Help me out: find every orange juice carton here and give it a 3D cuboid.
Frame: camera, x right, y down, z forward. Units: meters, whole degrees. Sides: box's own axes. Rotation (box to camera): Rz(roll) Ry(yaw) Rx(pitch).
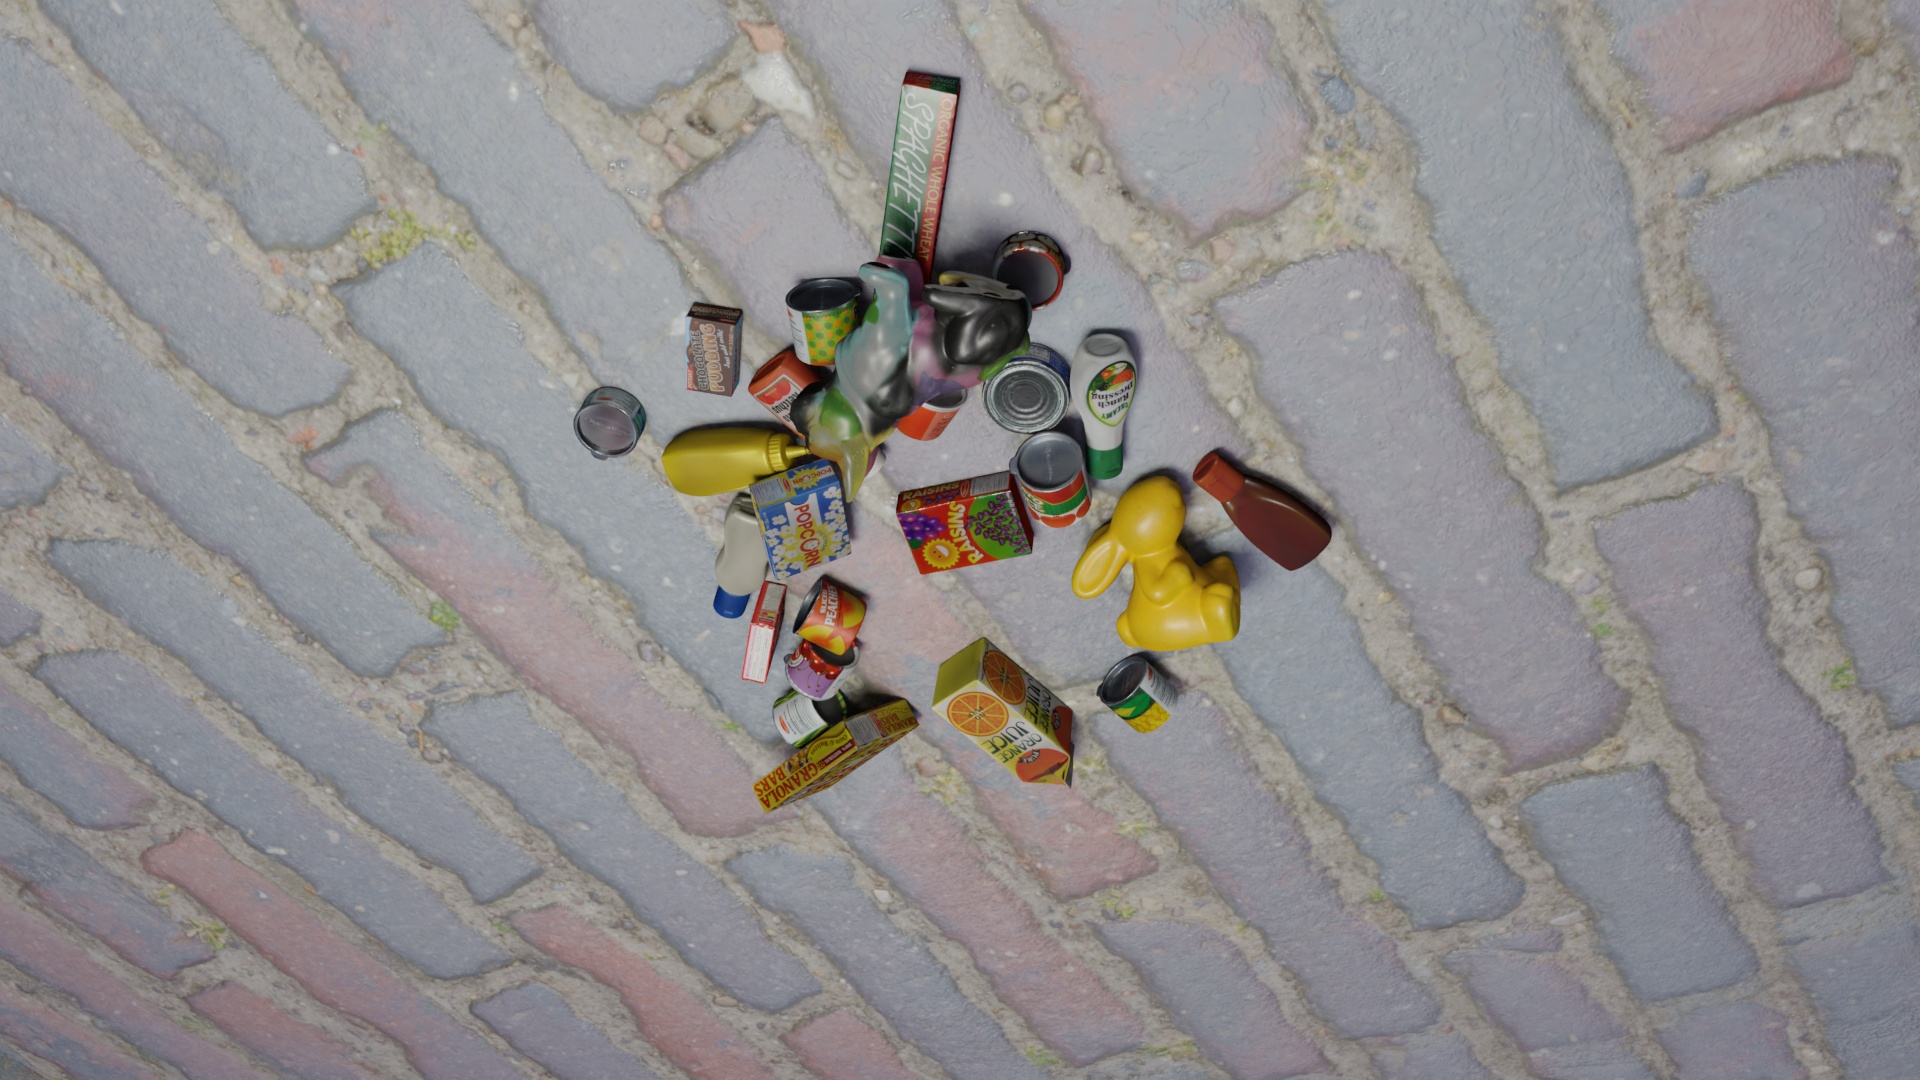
[{"bbox_3d":[0.063,0.203,1.568,0.072,0.072,0.192,-36,115,29],"label":"orange juice carton"}]

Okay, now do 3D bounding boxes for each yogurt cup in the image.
[{"bbox_3d":[-0.033,-0.133,1.333,0.072,0.073,0.053,21,135,-9],"label":"yogurt cup"}]

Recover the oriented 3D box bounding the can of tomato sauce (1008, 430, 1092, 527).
[{"bbox_3d":[0.089,-0.058,1.353,0.071,0.071,0.082,-5,154,11],"label":"can of tomato sauce"}]

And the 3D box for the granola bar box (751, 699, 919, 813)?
[{"bbox_3d":[-0.144,0.247,1.599,0.165,0.124,0.039,-38,76,29],"label":"granola bar box"}]

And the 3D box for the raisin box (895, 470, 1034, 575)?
[{"bbox_3d":[0.005,-0.018,1.430,0.123,0.040,0.085,-12,125,14],"label":"raisin box"}]

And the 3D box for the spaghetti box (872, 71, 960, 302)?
[{"bbox_3d":[-0.043,-0.290,1.237,0.050,0.029,0.248,10,128,-2],"label":"spaghetti box"}]

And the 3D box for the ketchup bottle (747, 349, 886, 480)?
[{"bbox_3d":[-0.136,-0.120,1.367,0.064,0.044,0.148,-26,121,39],"label":"ketchup bottle"}]

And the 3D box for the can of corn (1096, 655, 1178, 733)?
[{"bbox_3d":[0.195,0.171,1.532,0.071,0.071,0.058,-35,116,28],"label":"can of corn"}]

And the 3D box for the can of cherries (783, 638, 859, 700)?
[{"bbox_3d":[-0.156,0.134,1.547,0.071,0.072,0.058,27,125,-13],"label":"can of cherries"}]

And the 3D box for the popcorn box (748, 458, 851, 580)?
[{"bbox_3d":[-0.161,-0.020,1.407,0.085,0.038,0.126,-20,146,-11],"label":"popcorn box"}]

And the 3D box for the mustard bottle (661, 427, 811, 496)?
[{"bbox_3d":[-0.218,-0.083,1.395,0.160,0.049,0.065,-5,129,18],"label":"mustard bottle"}]

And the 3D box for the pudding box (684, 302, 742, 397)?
[{"bbox_3d":[-0.239,-0.184,1.340,0.050,0.030,0.083,11,127,0],"label":"pudding box"}]

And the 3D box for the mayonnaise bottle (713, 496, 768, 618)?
[{"bbox_3d":[-0.232,0.021,1.487,0.065,0.041,0.147,15,129,-12],"label":"mayonnaise bottle"}]

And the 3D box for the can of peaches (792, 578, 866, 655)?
[{"bbox_3d":[-0.140,0.083,1.505,0.058,0.071,0.071,28,125,-15],"label":"can of peaches"}]

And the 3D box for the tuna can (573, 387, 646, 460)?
[{"bbox_3d":[-0.354,-0.117,1.403,0.071,0.033,0.070,3,127,5],"label":"tuna can"}]

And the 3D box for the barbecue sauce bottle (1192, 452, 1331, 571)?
[{"bbox_3d":[0.296,-0.032,1.380,0.148,0.044,0.064,35,123,-18],"label":"barbecue sauce bottle"}]

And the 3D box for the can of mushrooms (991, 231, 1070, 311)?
[{"bbox_3d":[0.064,-0.243,1.256,0.071,0.034,0.070,4,126,5],"label":"can of mushrooms"}]

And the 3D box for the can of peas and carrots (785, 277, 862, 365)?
[{"bbox_3d":[-0.123,-0.203,1.289,0.071,0.071,0.058,-1,127,8],"label":"can of peas and carrots"}]

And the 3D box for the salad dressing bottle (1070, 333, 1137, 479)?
[{"bbox_3d":[0.137,-0.125,1.325,0.064,0.044,0.146,-22,134,-16],"label":"salad dressing bottle"}]

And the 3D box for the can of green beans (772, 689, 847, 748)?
[{"bbox_3d":[-0.173,0.198,1.597,0.057,0.071,0.071,-32,117,26],"label":"can of green beans"}]
